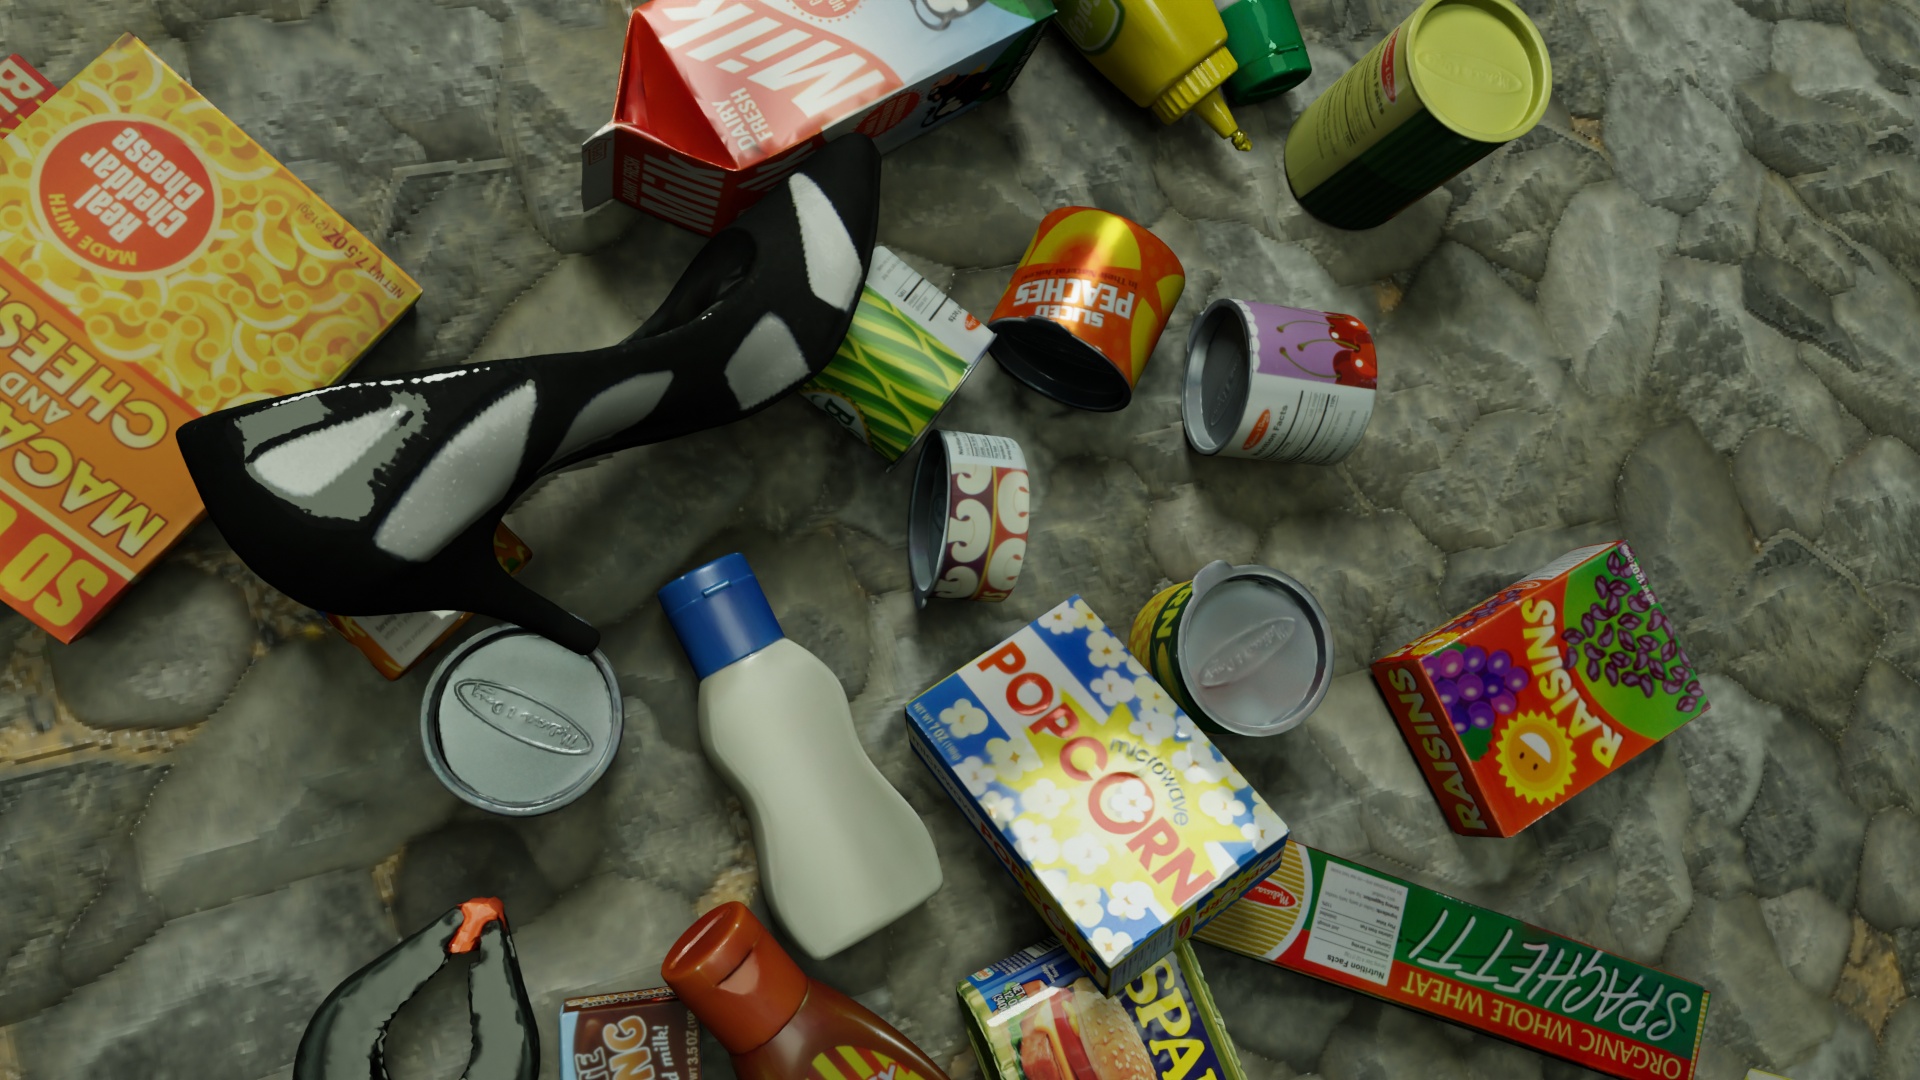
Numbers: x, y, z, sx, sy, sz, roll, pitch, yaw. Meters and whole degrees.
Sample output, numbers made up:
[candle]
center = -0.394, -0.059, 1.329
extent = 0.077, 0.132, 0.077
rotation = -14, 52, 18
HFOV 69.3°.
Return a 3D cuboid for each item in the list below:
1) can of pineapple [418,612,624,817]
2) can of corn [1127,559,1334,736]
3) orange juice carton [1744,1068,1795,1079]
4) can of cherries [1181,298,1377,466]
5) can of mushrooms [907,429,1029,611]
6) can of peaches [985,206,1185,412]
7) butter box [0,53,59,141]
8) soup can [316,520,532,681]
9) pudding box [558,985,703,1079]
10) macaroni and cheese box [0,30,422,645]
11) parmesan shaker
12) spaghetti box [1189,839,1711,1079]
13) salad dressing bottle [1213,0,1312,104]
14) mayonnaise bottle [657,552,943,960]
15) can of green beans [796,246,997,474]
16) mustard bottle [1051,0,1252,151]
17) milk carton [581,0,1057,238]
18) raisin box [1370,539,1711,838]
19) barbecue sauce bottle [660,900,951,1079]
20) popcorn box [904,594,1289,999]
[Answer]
[can of pineapple]
center = -0.152, 0.062, 0.492
extent = 0.071, 0.057, 0.071
rotation = 2, 81, -15
[can of corn]
center = 0.106, 0.044, 0.562
extent = 0.071, 0.058, 0.071
rotation = 2, 81, -14
[orange juice carton]
center = 0.334, 0.327, 0.569
extent = 0.073, 0.071, 0.193
rotation = 39, 74, -5
[can of cherries]
center = 0.133, -0.068, 0.585
extent = 0.058, 0.071, 0.071
rotation = 4, 80, -14
[can of mushrooms]
center = 0.002, -0.007, 0.540
extent = 0.033, 0.071, 0.071
rotation = 4, 80, -15
[can of peaches]
center = 0.051, -0.095, 0.564
extent = 0.071, 0.071, 0.058
rotation = 30, 74, -8
[butter box]
center = -0.349, -0.117, 0.487
extent = 0.053, 0.024, 0.104
rotation = 41, 74, -6
[soup can]
center = -0.203, -0.003, 0.485
extent = 0.071, 0.071, 0.083
rotation = -45, 99, -16
[pudding box]
center = -0.116, 0.204, 0.493
extent = 0.050, 0.030, 0.084
rotation = -1, 81, -14
[macaroni and cheese box]
center = -0.291, -0.067, 0.474
extent = 0.123, 0.040, 0.167
rotation = 44, 74, -19
[parmesan shaker]
center = 0.194, -0.185, 0.599
extent = 0.071, 0.103, 0.071
rotation = 2, 81, -14
[spaghetti box]
center = 0.199, 0.174, 0.581
extent = 0.250, 0.028, 0.050
rotation = 21, 77, -11
[salad dressing bottle]
center = 0.116, -0.272, 0.625
extent = 0.064, 0.044, 0.147
rotation = -18, 87, -18
[mayonnaise bottle]
center = -0.065, 0.077, 0.522
extent = 0.065, 0.041, 0.148
rotation = -26, 87, -20
[can of green beans]
center = -0.028, -0.072, 0.542
extent = 0.058, 0.071, 0.071
rotation = 37, 74, -6
[mustard bottle]
center = 0.075, -0.230, 0.597
extent = 0.049, 0.065, 0.160
rotation = -43, 97, -21
[milk carton]
center = -0.065, -0.184, 0.548
extent = 0.191, 0.072, 0.073
rotation = -32, 90, -17
[raisin box]
center = 0.254, 0.064, 0.608
extent = 0.124, 0.040, 0.086
rotation = -26, 89, -18
[barbecue sauce bottle]
center = -0.046, 0.193, 0.492
extent = 0.065, 0.043, 0.148
rotation = -44, 104, -25
[popcorn box]
center = 0.048, 0.092, 0.522
extent = 0.085, 0.038, 0.127
rotation = -31, 61, -18
